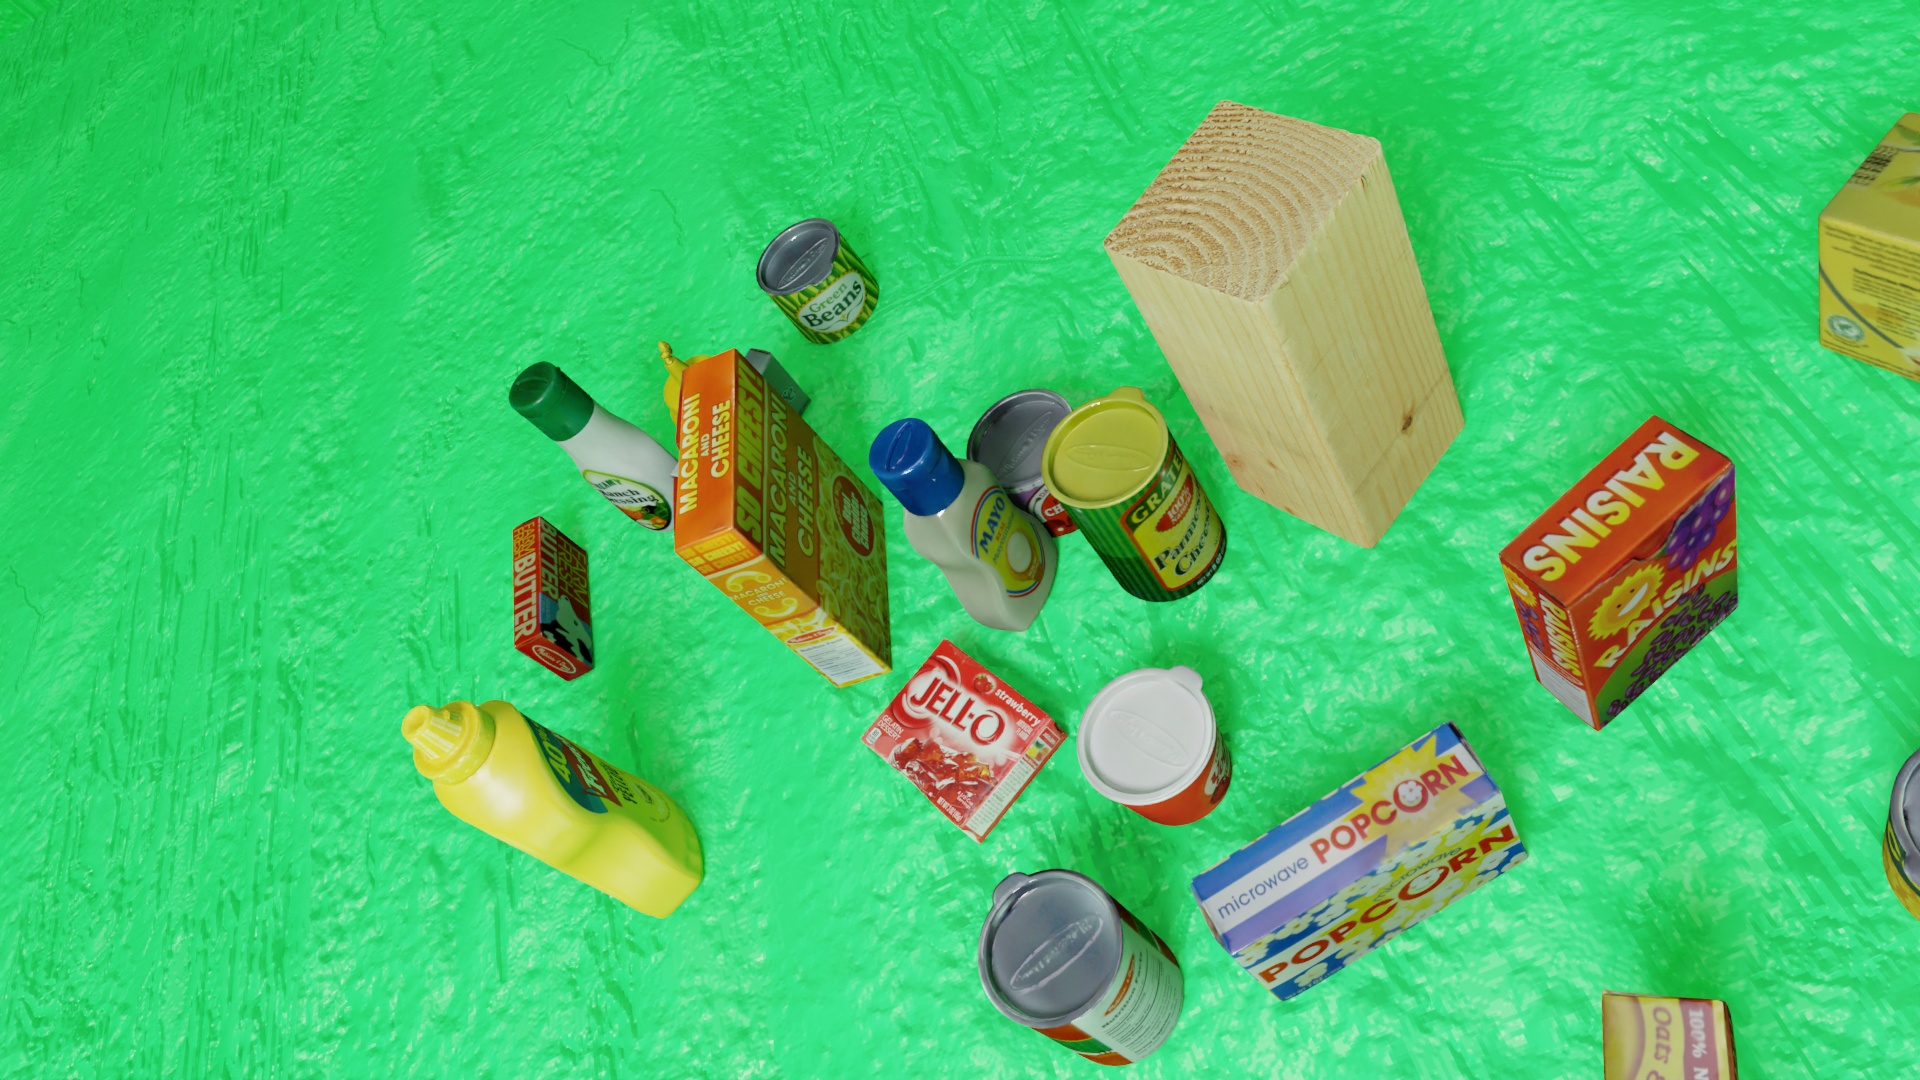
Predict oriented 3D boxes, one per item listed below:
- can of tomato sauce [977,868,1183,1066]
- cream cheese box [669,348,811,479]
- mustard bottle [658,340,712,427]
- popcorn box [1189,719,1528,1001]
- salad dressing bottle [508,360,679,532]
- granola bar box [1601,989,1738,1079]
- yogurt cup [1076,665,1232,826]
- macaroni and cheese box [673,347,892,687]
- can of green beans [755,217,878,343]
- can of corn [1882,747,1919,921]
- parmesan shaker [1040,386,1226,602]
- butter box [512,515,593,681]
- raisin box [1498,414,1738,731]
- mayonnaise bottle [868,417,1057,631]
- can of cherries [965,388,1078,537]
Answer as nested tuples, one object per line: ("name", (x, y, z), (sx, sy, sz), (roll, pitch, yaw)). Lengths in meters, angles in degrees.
("can of tomato sauce", (0.053, 0.189, 0.613), (0.071, 0.083, 0.071), (-15, 54, 21))
("cream cheese box", (-0.143, -0.069, 0.916), (0.024, 0.053, 0.104), (16, 69, 36))
("mustard bottle", (-0.136, -0.067, 0.839), (0.065, 0.159, 0.049), (-38, 49, 3))
("popcorn box", (0.168, 0.137, 0.580), (0.126, 0.085, 0.038), (-34, 49, 7))
("salad dressing bottle", (-0.228, -0.059, 0.896), (0.064, 0.147, 0.044), (2, 62, 31))
("granola bar box", (0.235, 0.244, 0.446), (0.039, 0.124, 0.166), (-5, 58, 28))
("yogurt cup", (0.096, 0.102, 0.665), (0.072, 0.053, 0.073), (-15, 54, 21))
("macaroni and cheese box", (-0.096, -0.008, 0.774), (0.040, 0.166, 0.124), (-20, 52, 18))
("can of green beans", (-0.098, -0.178, 0.959), (0.071, 0.057, 0.071), (-15, 54, 21))
("can of corn", (0.370, 0.110, 0.499), (0.071, 0.058, 0.071), (-15, 54, 21))
("parmesan shaker", (0.093, -0.022, 0.716), (0.071, 0.102, 0.071), (-15, 54, 21))
("butter box", (-0.270, 0.038, 0.918), (0.024, 0.053, 0.104), (-26, 51, 13))
("raisin box", (0.274, 0.017, 0.573), (0.086, 0.123, 0.040), (-41, 49, 0))
("mayonnaise bottle", (0.003, -0.009, 0.730), (0.041, 0.147, 0.065), (7, 64, 33))
("can of cherries", (0.046, -0.041, 0.785), (0.071, 0.058, 0.072), (-15, 54, 21))
